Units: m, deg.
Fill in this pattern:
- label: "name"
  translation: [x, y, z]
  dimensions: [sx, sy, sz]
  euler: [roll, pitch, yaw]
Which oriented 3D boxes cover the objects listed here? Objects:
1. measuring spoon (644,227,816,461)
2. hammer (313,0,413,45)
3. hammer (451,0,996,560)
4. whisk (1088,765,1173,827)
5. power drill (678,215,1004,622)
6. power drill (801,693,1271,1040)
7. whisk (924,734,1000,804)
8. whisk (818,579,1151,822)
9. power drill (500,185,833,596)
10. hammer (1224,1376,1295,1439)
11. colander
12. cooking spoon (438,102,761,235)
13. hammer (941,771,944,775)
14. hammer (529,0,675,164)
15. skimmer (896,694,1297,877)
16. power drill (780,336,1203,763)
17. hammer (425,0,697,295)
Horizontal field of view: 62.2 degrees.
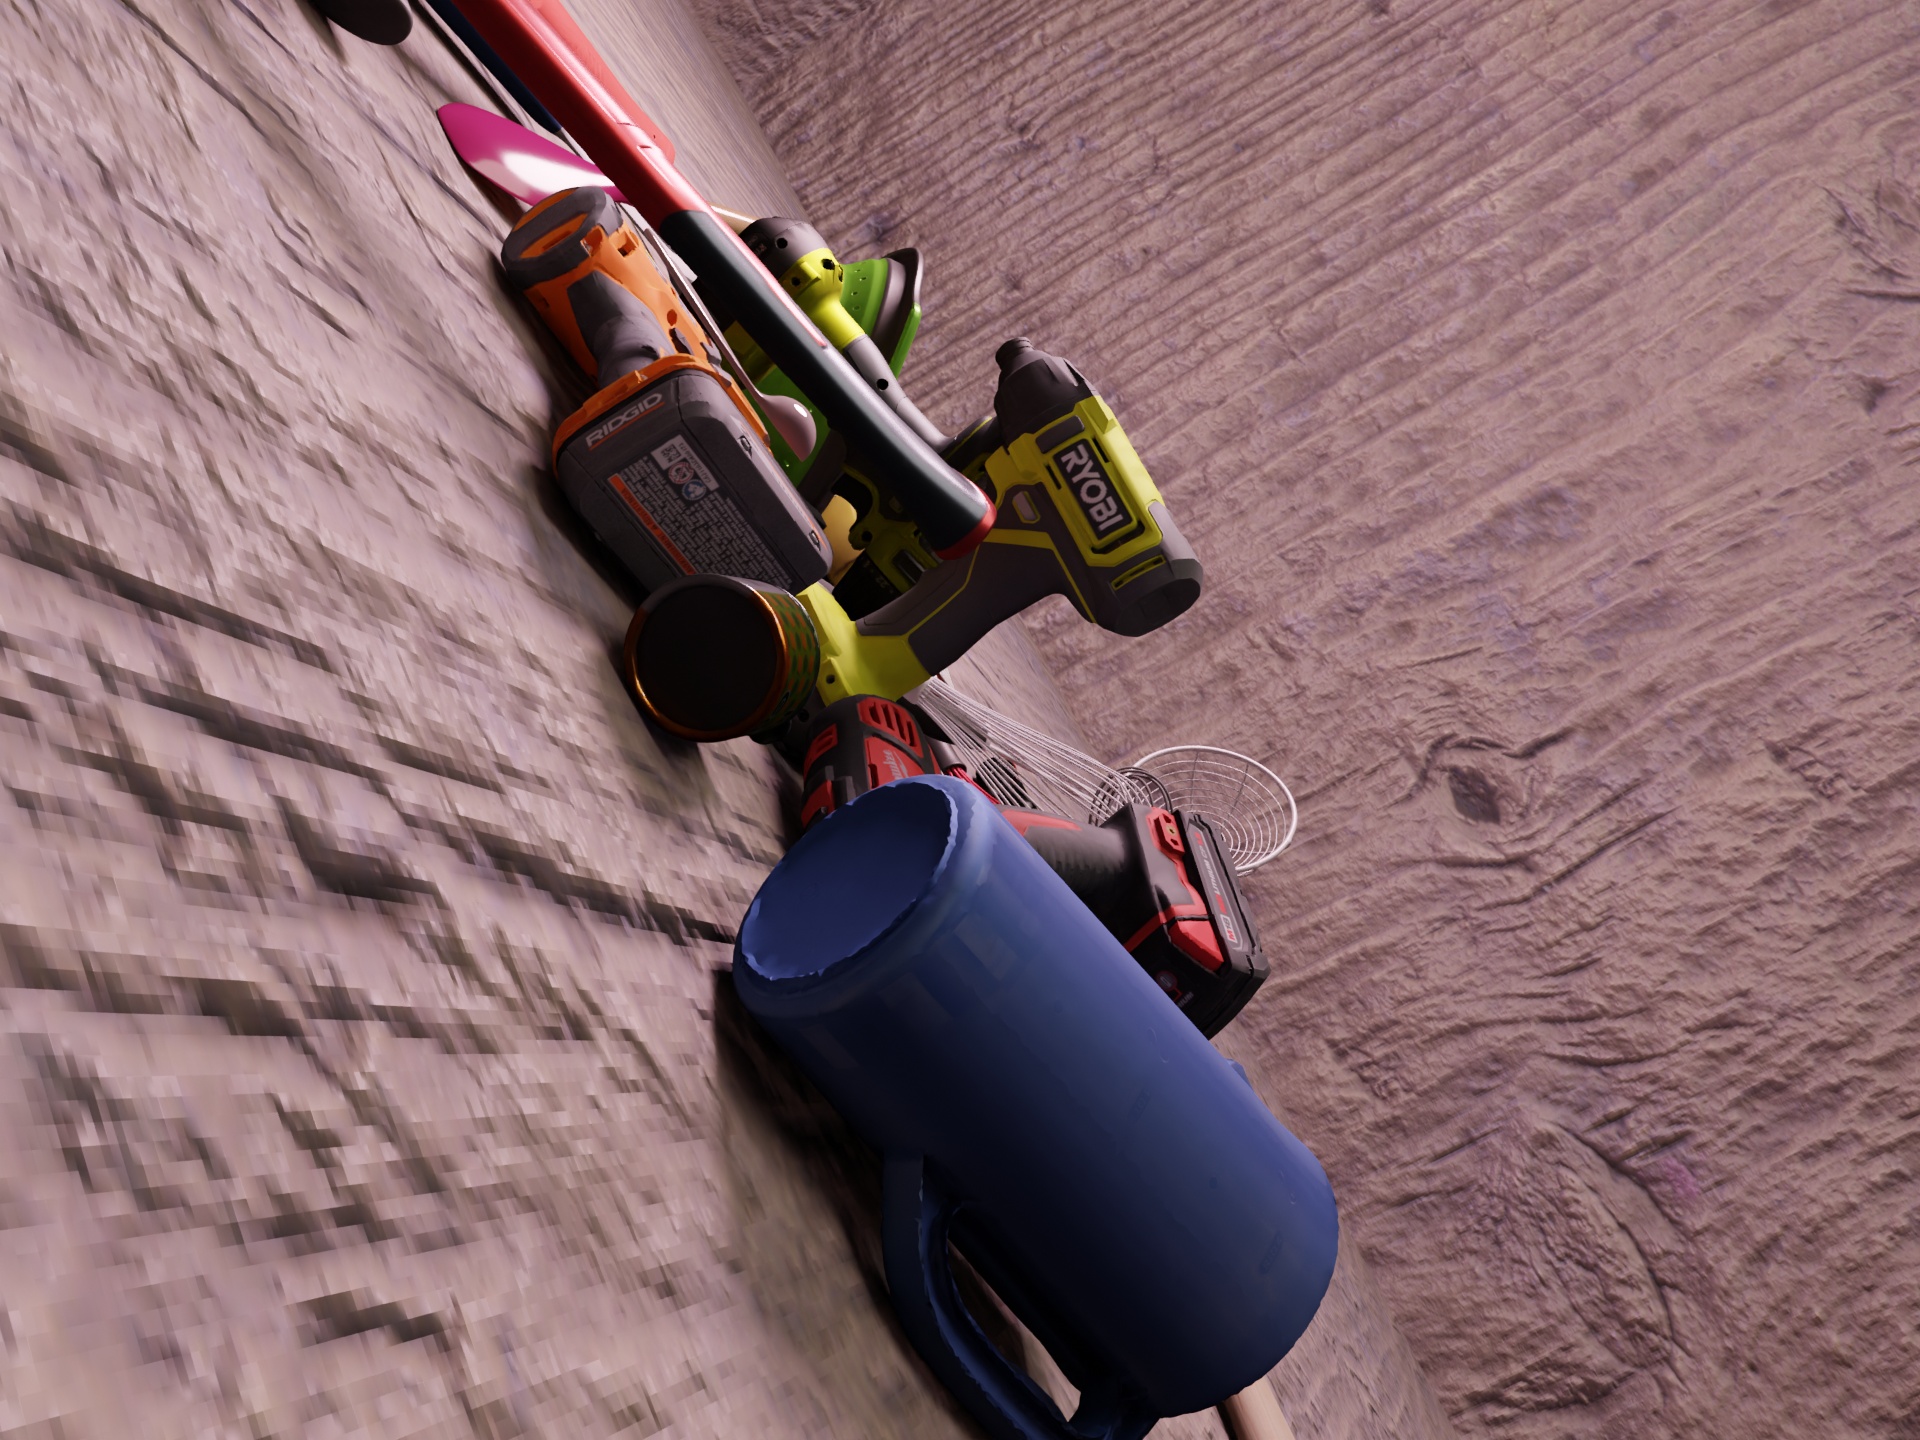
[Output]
- label: "measuring spoon"
  translation: [-0.102, -0.174, 0.727]
  dimensions: [0.124, 0.018, 0.034]
  euler: [55, 1, -19]
- label: "hammer"
  translation: [-0.315, -0.473, 0.805]
  dimensions: [0.149, 0.036, 0.409]
  euler: [10, 49, -39]
- label: "hammer"
  translation: [-0.115, -0.203, 0.666]
  dimensions: [0.386, 0.038, 0.143]
  euler: [46, 21, -26]
- label: "whisk"
  translation: [0.101, 0.147, 1.008]
  dimensions: [0.055, 0.055, 0.239]
  euler: [31, 64, -76]
- label: "power drill"
  translation: [-0.075, -0.148, 0.902]
  dimensions: [0.228, 0.190, 0.080]
  euler: [46, 8, -1]
- label: "power drill"
  translation: [0.031, 0.092, 0.738]
  dimensions: [0.226, 0.080, 0.188]
  euler: [21, 36, -27]
- label: "whisk"
  translation: [0.002, 0.051, 1.068]
  dimensions: [0.296, 0.073, 0.073]
  euler: [58, 4, 37]
- label: "whisk"
  translation: [-0.002, -0.003, 0.944]
  dimensions: [0.284, 0.070, 0.070]
  euler: [38, 5, 8]
- label: "power drill"
  translation: [-0.135, -0.138, 0.749]
  dimensions: [0.164, 0.084, 0.227]
  euler: [54, 6, -45]
- label: "hammer"
  translation: [0.130, 0.307, 1.029]
  dimensions: [0.146, 0.038, 0.411]
  euler: [52, 12, -43]
- label: "colander"
  translation: [-0.131, -0.246, 1.124]
  dimensions: [0.094, 0.204, 0.397]
  euler: [22, 3, -18]
- label: "cooking spoon"
  translation: [-0.176, -0.306, 0.935]
  dimensions: [0.318, 0.017, 0.069]
  euler: [-7, 64, -60]
- label: "hammer"
  translation: [0.023, 0.150, 0.864]
  dimensions: [0.146, 0.035, 0.335]
  euler: [59, 6, -70]
- label: "hammer"
  translation: [-0.227, -0.385, 0.844]
  dimensions: [0.359, 0.036, 0.149]
  euler: [30, 45, -81]
- label: "skimmer"
  translation: [0.077, 0.015, 1.064]
  dimensions: [0.363, 0.090, 0.127]
  euler: [27, 30, -33]
- label: "power drill"
  translation: [-0.011, -0.085, 0.815]
  dimensions: [0.171, 0.223, 0.080]
  euler: [64, 8, 22]
- label: "hammer"
  translation: [-0.255, -0.378, 1.007]
  dimensions: [0.144, 0.035, 0.405]
  euler: [64, 8, 23]
